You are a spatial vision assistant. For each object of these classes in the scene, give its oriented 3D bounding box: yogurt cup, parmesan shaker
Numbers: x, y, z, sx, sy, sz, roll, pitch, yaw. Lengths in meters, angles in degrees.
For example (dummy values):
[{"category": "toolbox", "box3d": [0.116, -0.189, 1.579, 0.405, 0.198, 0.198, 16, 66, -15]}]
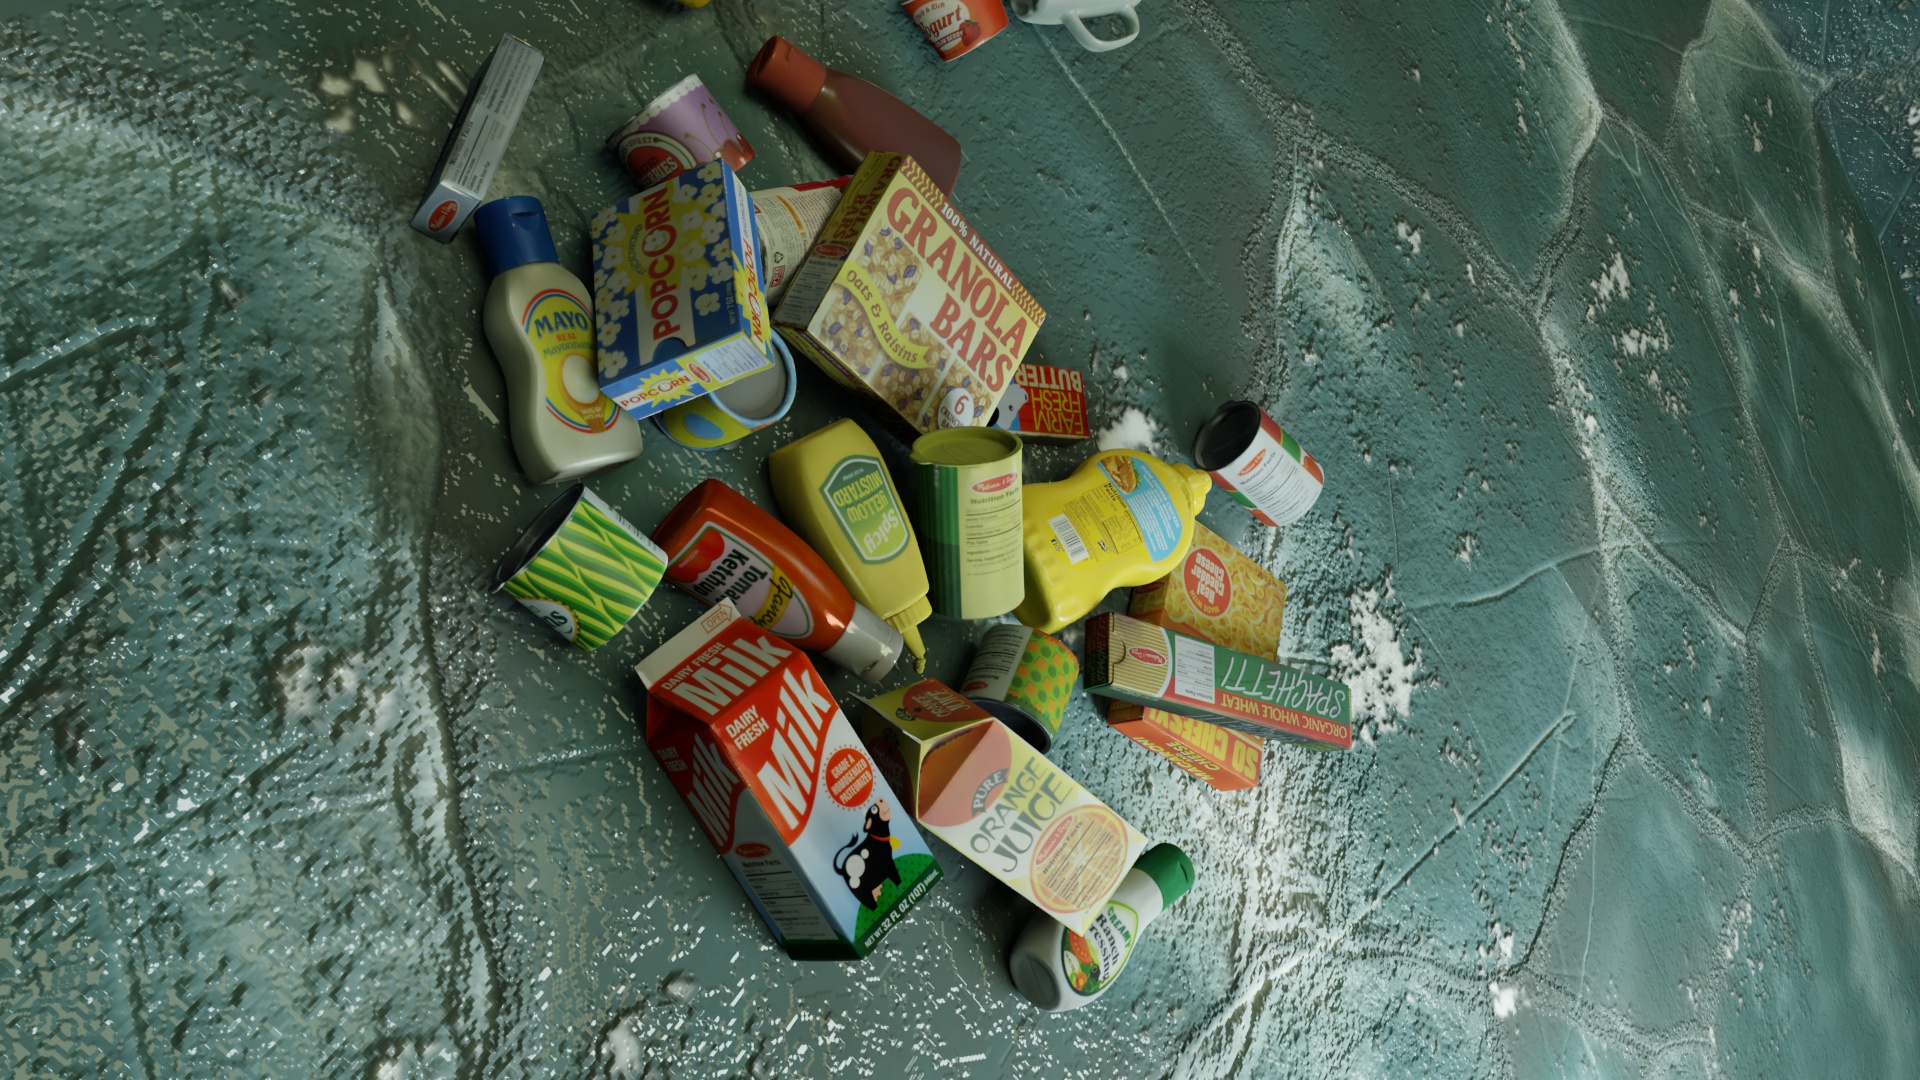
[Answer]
[{"category": "yogurt cup", "box3d": [-0.002, -0.378, 0.986, 0.073, 0.072, 0.053, -51, 118, -37]}, {"category": "parmesan shaker", "box3d": [0.003, -0.011, 0.852, 0.071, 0.071, 0.102, -26, 124, -42]}]

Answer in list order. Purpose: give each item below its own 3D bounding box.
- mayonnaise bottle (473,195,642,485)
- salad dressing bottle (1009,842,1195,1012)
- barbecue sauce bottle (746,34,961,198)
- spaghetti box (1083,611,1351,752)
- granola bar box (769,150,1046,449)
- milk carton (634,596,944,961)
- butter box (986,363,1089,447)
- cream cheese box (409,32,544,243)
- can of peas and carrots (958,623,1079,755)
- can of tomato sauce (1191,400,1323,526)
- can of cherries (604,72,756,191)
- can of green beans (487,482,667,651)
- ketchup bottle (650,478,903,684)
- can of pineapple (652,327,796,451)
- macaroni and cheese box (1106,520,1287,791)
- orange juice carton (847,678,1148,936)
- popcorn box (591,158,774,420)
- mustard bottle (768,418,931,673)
[{"category": "mayonnaise bottle", "box3d": [-0.219, -0.106, 0.735, 0.065, 0.041, 0.148, -17, 89, -44]}, {"category": "salad dressing bottle", "box3d": [0.095, 0.244, 0.892, 0.148, 0.044, 0.064, -26, 96, -42]}, {"category": "barbecue sauce bottle", "box3d": [-0.068, -0.273, 0.911, 0.148, 0.043, 0.065, 28, 60, -30]}, {"category": "spaghetti box", "box3d": [0.185, 0.103, 0.965, 0.250, 0.028, 0.050, 18, 66, -35]}, {"category": "granola bar box", "box3d": [-0.027, -0.137, 0.852, 0.165, 0.039, 0.124, 40, 73, -47]}, {"category": "milk carton", "box3d": [-0.098, 0.127, 0.745, 0.073, 0.073, 0.190, -40, 103, -40]}, {"category": "butter box", "box3d": [0.043, -0.095, 0.964, 0.104, 0.024, 0.053, 0, 77, -40]}, {"category": "cream cheese box", "box3d": [-0.253, -0.212, 0.730, 0.024, 0.053, 0.104, 27, 61, -30]}, {"category": "can of peas and carrots", "box3d": [0.037, 0.096, 0.874, 0.071, 0.070, 0.059, 41, 54, -24]}, {"category": "can of tomato sauce", "box3d": [0.233, -0.060, 1.086, 0.083, 0.071, 0.071, 36, 57, -27]}, {"category": "can of cherries", "box3d": [-0.162, -0.225, 0.802, 0.058, 0.071, 0.072, 52, 51, -17]}, {"category": "can of green beans", "box3d": [-0.192, 0.014, 0.705, 0.057, 0.071, 0.071, 44, 54, -23]}, {"category": "ketchup bottle", "box3d": [-0.099, 0.028, 0.777, 0.148, 0.064, 0.044, 36, 31, -24]}, {"category": "can of pineapple", "box3d": [-0.134, -0.088, 0.789, 0.071, 0.057, 0.071, 13, 70, -40]}, {"category": "macaroni and cheese box", "box3d": [0.175, 0.082, 1.011, 0.123, 0.040, 0.167, 32, 58, -28]}, {"category": "orange juice carton", "box3d": [0.015, 0.147, 0.810, 0.192, 0.072, 0.073, 41, 81, -30]}, {"category": "popcorn box", "box3d": [-0.151, -0.136, 0.745, 0.038, 0.085, 0.127, 52, 22, -56]}, {"category": "mustard bottle", "box3d": [-0.055, 0.008, 0.834, 0.065, 0.048, 0.160, -32, 99, -36]}]
